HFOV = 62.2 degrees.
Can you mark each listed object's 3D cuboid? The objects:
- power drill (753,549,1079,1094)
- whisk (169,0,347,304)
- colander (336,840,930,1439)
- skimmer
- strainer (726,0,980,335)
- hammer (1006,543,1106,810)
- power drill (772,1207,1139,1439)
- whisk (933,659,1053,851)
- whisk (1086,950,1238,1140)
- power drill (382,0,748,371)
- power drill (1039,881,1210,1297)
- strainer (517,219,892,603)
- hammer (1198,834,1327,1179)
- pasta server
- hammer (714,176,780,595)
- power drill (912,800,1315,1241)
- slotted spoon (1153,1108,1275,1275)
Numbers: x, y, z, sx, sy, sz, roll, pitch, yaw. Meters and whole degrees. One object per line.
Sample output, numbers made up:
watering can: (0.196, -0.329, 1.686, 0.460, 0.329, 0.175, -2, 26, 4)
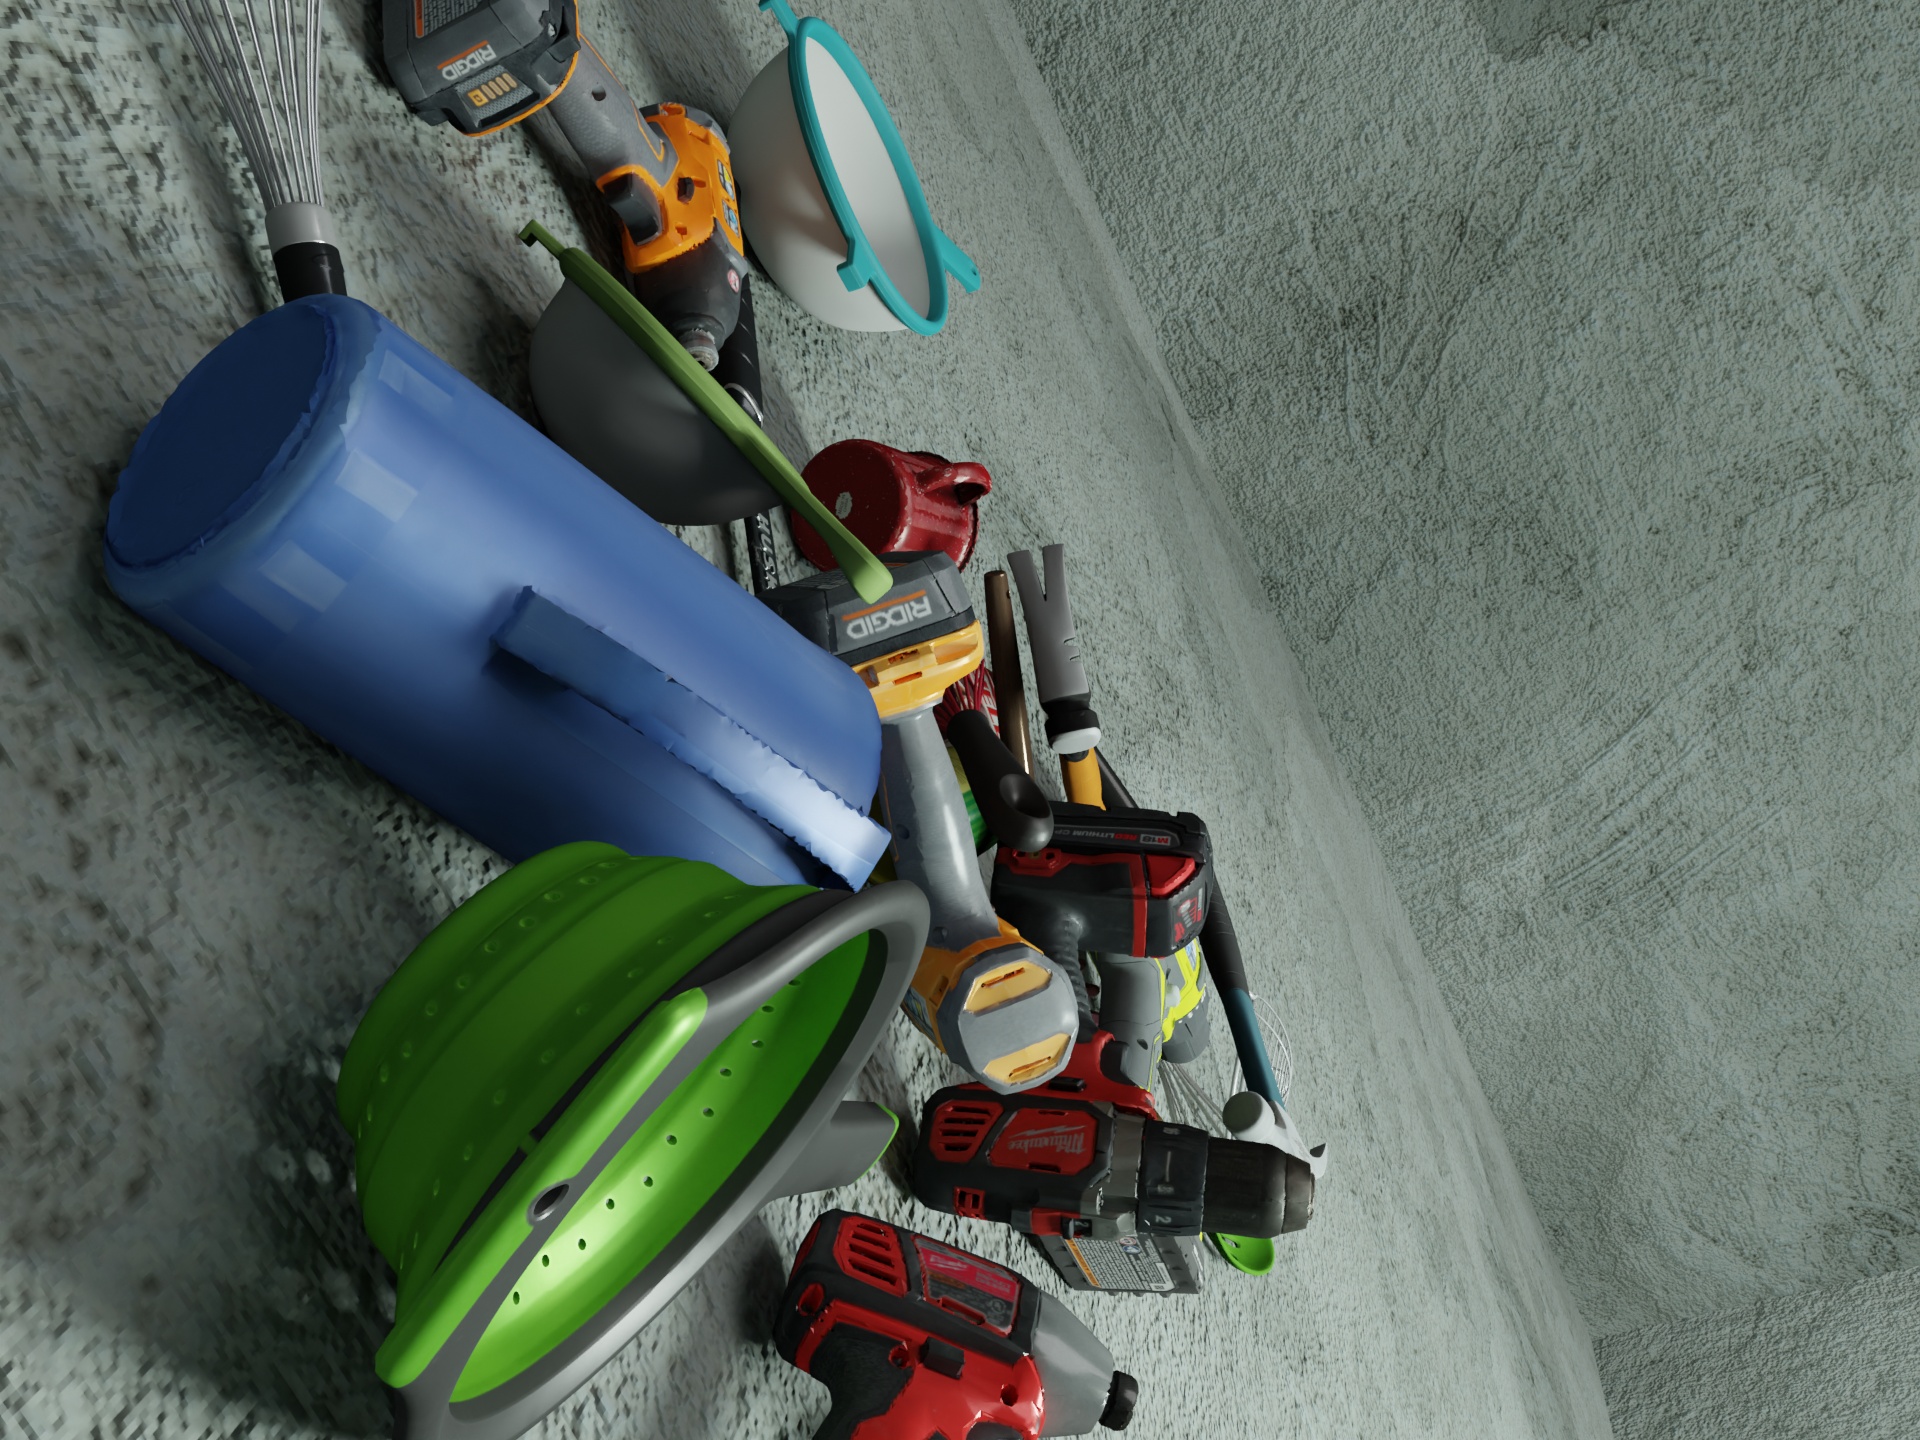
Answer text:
power drill: (-0.025, 0.041, 0.726, 0.185, 0.084, 0.226, -162, -126, -72)
whisk: (-0.242, -0.202, 0.565, 0.070, 0.070, 0.285, 4, 70, -69)
colander: (-0.096, 0.122, 0.538, 0.094, 0.204, 0.396, 37, -6, 15)
skimmer: (0.157, 0.173, 1.272, 0.363, 0.090, 0.127, 57, 20, 0)
strainer: (-0.074, -0.340, 1.108, 0.340, 0.095, 0.211, 0, 72, -73)
hammer: (0.074, 0.010, 1.059, 0.336, 0.034, 0.127, 70, 9, -68)
power drill: (-0.011, 0.275, 0.546, 0.143, 0.078, 0.220, 22, 28, -2)
whisk: (-0.001, -0.003, 0.856, 0.073, 0.073, 0.296, 58, 1, -27)
whisk: (0.140, 0.232, 1.077, 0.059, 0.058, 0.247, 103, -35, -53)
power drill: (-0.178, -0.281, 0.780, 0.226, 0.084, 0.164, 43, 32, -59)
power drill: (0.106, 0.213, 0.938, 0.190, 0.080, 0.229, 66, 27, -43)
strainer: (-0.114, -0.103, 0.672, 0.257, 0.069, 0.151, 47, 0, 42)
hammer: (0.194, 0.189, 1.138, 0.128, 0.033, 0.331, 51, 18, -34)
pasta server: (0.046, 0.065, 0.951, 0.060, 0.040, 0.316, -43, 129, -62)
hammer: (-0.115, -0.154, 0.880, 0.149, 0.036, 0.409, 42, 32, -55)
power drill: (0.085, 0.155, 0.805, 0.080, 0.188, 0.227, 83, 15, -47)
slotted spoon: (0.141, 0.292, 1.103, 0.313, 0.031, 0.070, 54, 23, -31)
